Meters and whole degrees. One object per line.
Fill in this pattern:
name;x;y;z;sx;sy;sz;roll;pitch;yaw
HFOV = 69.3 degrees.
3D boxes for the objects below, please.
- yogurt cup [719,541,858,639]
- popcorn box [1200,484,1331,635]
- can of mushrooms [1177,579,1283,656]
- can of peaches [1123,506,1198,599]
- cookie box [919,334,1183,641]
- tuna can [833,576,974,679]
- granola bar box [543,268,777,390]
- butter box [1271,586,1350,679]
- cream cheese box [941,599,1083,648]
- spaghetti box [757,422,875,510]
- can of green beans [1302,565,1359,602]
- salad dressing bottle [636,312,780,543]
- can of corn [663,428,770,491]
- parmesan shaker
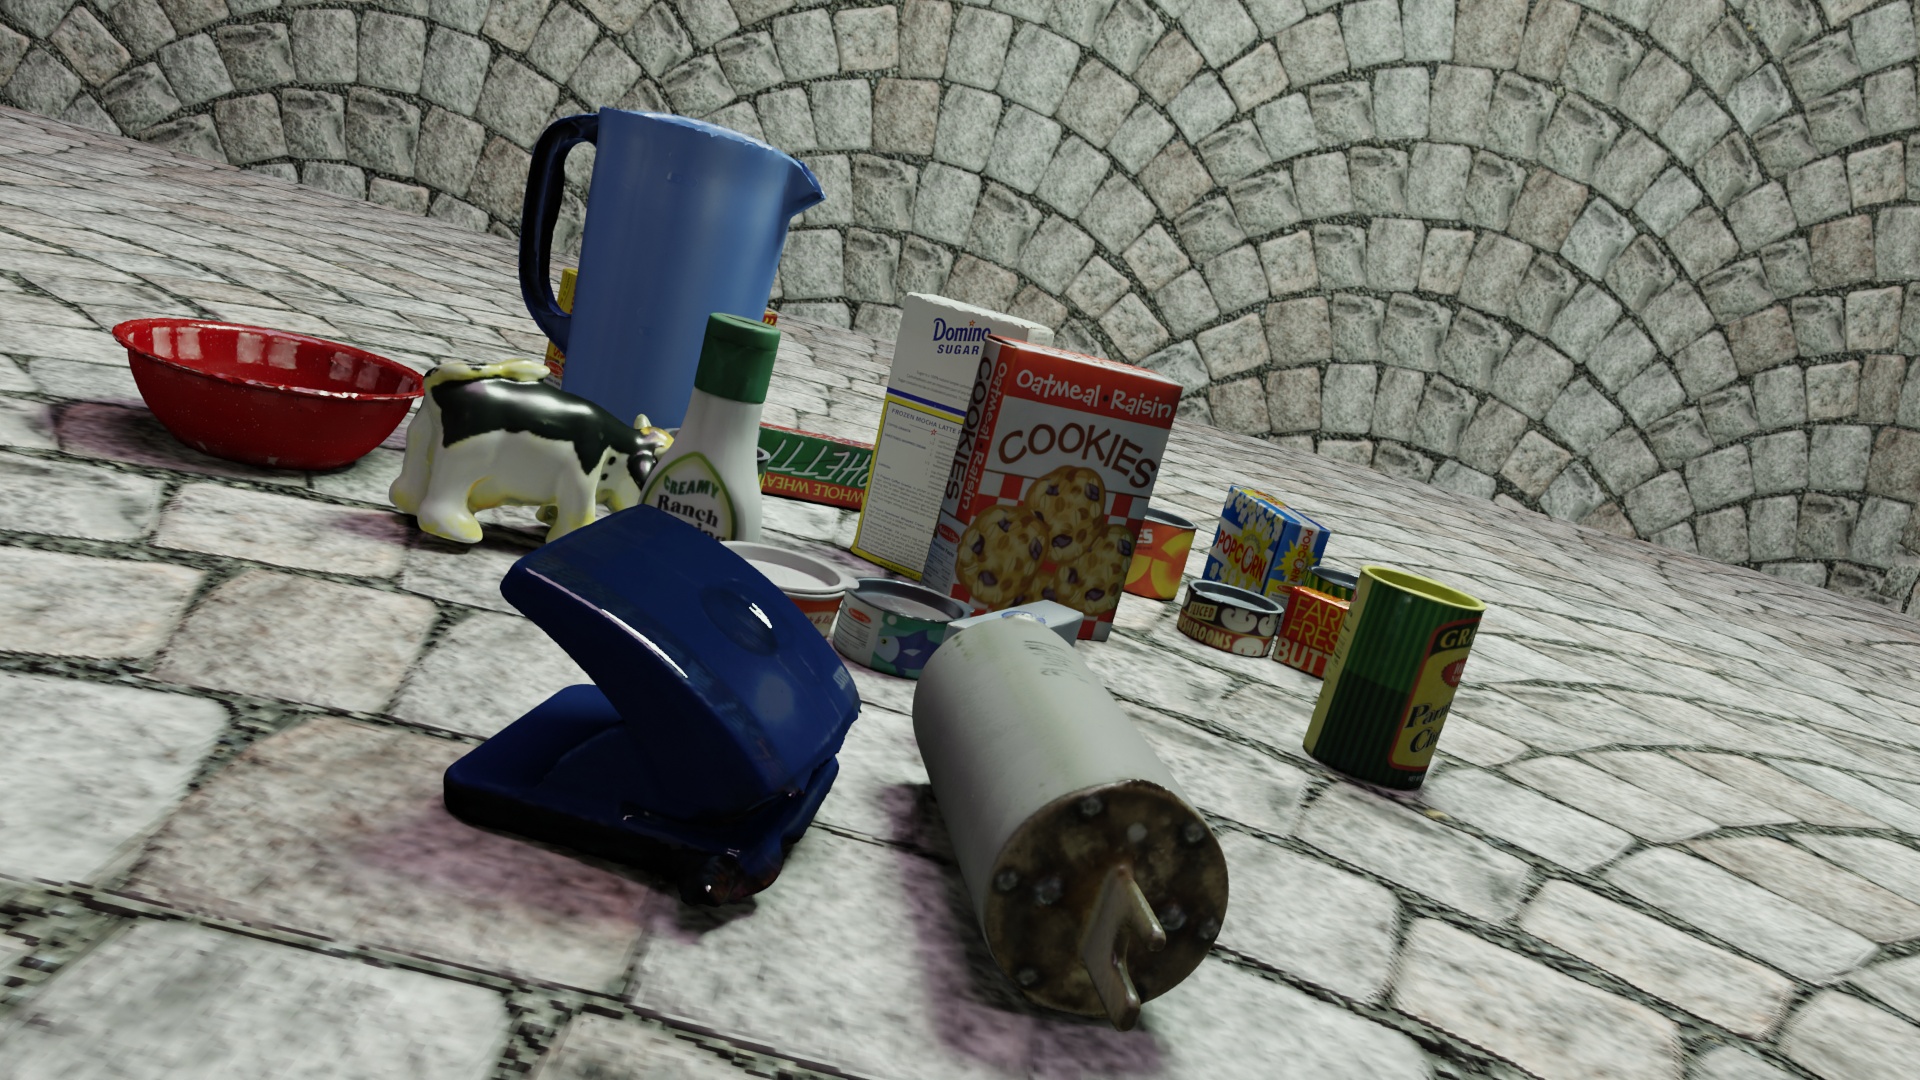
yogurt cup;-0.089;0.036;0.627;0.072;0.053;0.072;15;11;-3
popcorn box;0.229;0.014;1.056;0.038;0.085;0.127;13;12;-11
can of mushrooms;0.181;0.052;0.943;0.071;0.033;0.071;15;12;-3
can of peaches;0.136;0.007;1.036;0.071;0.058;0.071;15;11;-3
cookie box;0.052;-0.029;0.827;0.123;0.167;0.040;8;13;-32
tuna can;-0.028;0.045;0.713;0.071;0.032;0.071;15;12;-3
granola bar box;-0.225;-0.126;1.038;0.166;0.124;0.039;4;16;-44
butter box;0.259;0.070;0.908;0.103;0.053;0.024;22;13;30
cream cheese box;0.021;0.060;0.652;0.024;0.053;0.104;21;13;26
spaghetti box;-0.128;-0.058;1.026;0.250;0.050;0.029;10;12;-22
can of green beans;0.268;0.056;0.977;0.071;0.057;0.071;15;11;-3
salad dressing bottle;-0.125;-0.039;0.701;0.064;0.147;0.044;17;11;10
can of corn;-0.154;-0.031;0.847;0.071;0.058;0.071;15;11;-3
parmesan shaker;0.231;0.072;0.741;0.071;0.103;0.071;15;11;-3
